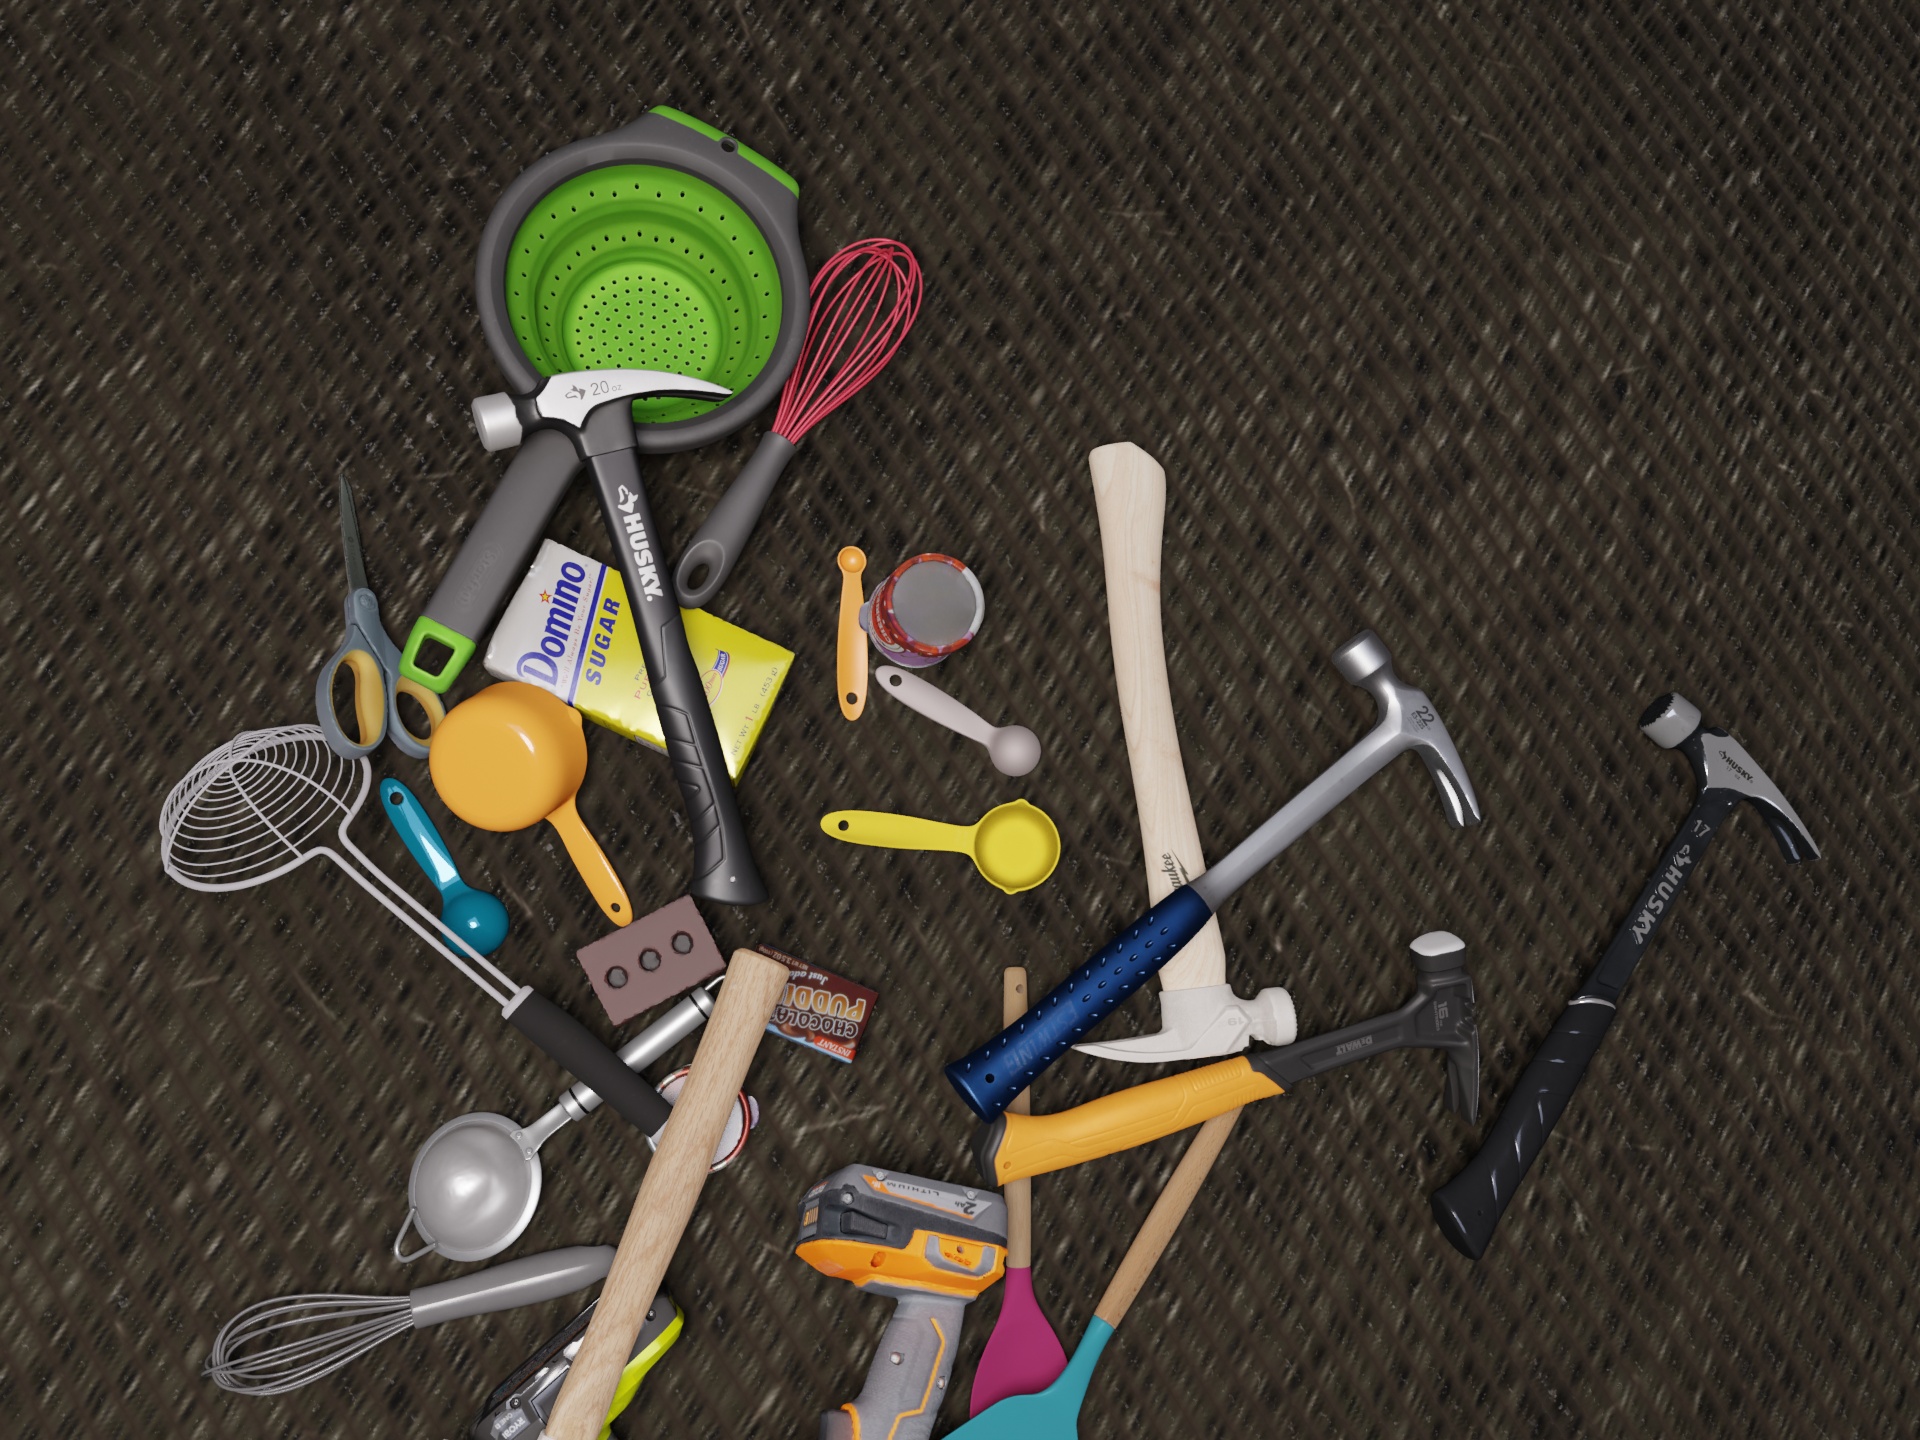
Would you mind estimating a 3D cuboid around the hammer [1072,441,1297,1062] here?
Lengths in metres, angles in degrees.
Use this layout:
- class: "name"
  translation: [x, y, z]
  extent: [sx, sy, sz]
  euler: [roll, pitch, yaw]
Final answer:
- class: "hammer"
  translation: [0.119, 0.017, 1.056]
  extent: [0.146, 0.038, 0.411]
  euler: [-6, 81, -7]

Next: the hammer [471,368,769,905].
- class: "hammer"
  translation: [-0.172, -0.046, 0.956]
  extent: [0.146, 0.035, 0.334]
  euler: [-18, 99, -19]

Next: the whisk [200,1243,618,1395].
- class: "whisk"
  translation: [-0.320, 0.348, 0.938]
  extent: [0.239, 0.055, 0.055]
  euler: [-11, 82, -14]

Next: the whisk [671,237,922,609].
- class: "whisk"
  translation: [-0.109, -0.197, 1.036]
  extent: [0.073, 0.073, 0.296]
  euler: [29, 74, -2]

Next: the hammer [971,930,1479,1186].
- class: "hammer"
  translation: [0.170, 0.234, 0.993]
  extent: [0.337, 0.034, 0.127]
  euler: [-13, 104, -13]

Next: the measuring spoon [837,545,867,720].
- class: "measuring spoon"
  translation: [-0.073, -0.058, 1.056]
  extent: [0.021, 0.011, 0.117]
  euler: [1, 83, -19]

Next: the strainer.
- class: "strainer"
  translation: [-0.241, 0.236, 0.960]
  extent: [0.258, 0.050, 0.087]
  euler: [-38, 68, -11]

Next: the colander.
- class: "colander"
  translation: [-0.239, -0.191, 1.008]
  extent: [0.204, 0.094, 0.397]
  euler: [28, 77, -8]

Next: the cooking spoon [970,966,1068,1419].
- class: "cooking spoon"
  translation: [0.036, 0.317, 1.002]
  extent: [0.068, 0.017, 0.319]
  euler: [3, 80, -18]

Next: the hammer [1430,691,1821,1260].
- class: "hammer"
  translation: [0.429, 0.176, 1.049]
  extent: [0.149, 0.036, 0.409]
  euler: [40, 71, -2]

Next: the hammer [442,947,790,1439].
- class: "hammer"
  translation: [-0.171, 0.289, 0.894]
  extent: [0.130, 0.031, 0.331]
  euler: [24, 74, -10]

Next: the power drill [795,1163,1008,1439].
- class: "power drill"
  translation: [-0.057, 0.377, 0.904]
  extent: [0.164, 0.084, 0.227]
  euler: [17, 59, -18]

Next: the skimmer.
- class: "skimmer"
  translation: [-0.315, 0.136, 0.952]
  extent: [0.363, 0.090, 0.127]
  euler: [41, 57, -2]

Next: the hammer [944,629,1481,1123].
- class: "hammer"
  translation: [0.161, 0.111, 1.001]
  extent: [0.405, 0.035, 0.144]
  euler: [-37, 88, -18]

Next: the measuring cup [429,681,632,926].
- class: "measuring cup"
  translation: [-0.258, 0.060, 0.977]
  extent: [0.095, 0.052, 0.173]
  euler: [-29, 95, 16]

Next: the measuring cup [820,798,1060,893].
- class: "measuring cup"
  translation: [-0.013, 0.077, 1.038]
  extent: [0.156, 0.029, 0.062]
  euler: [7, 79, 5]

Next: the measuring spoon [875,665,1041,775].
- class: "measuring spoon"
  translation: [-0.002, -0.003, 1.051]
  extent: [0.124, 0.018, 0.034]
  euler: [30, 78, -1]

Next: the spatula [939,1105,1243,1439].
- class: "spatula"
  translation: [0.097, 0.350, 0.994]
  extent: [0.082, 0.044, 0.317]
  euler: [40, 69, -9]

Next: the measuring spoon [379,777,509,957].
- class: "measuring spoon"
  translation: [-0.326, 0.090, 0.989]
  extent: [0.042, 0.021, 0.128]
  euler: [-32, 87, -12]

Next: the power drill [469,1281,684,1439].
- class: "power drill"
  translation: [-0.153, 0.442, 0.927]
  extent: [0.190, 0.080, 0.228]
  euler: [-40, 90, -16]
